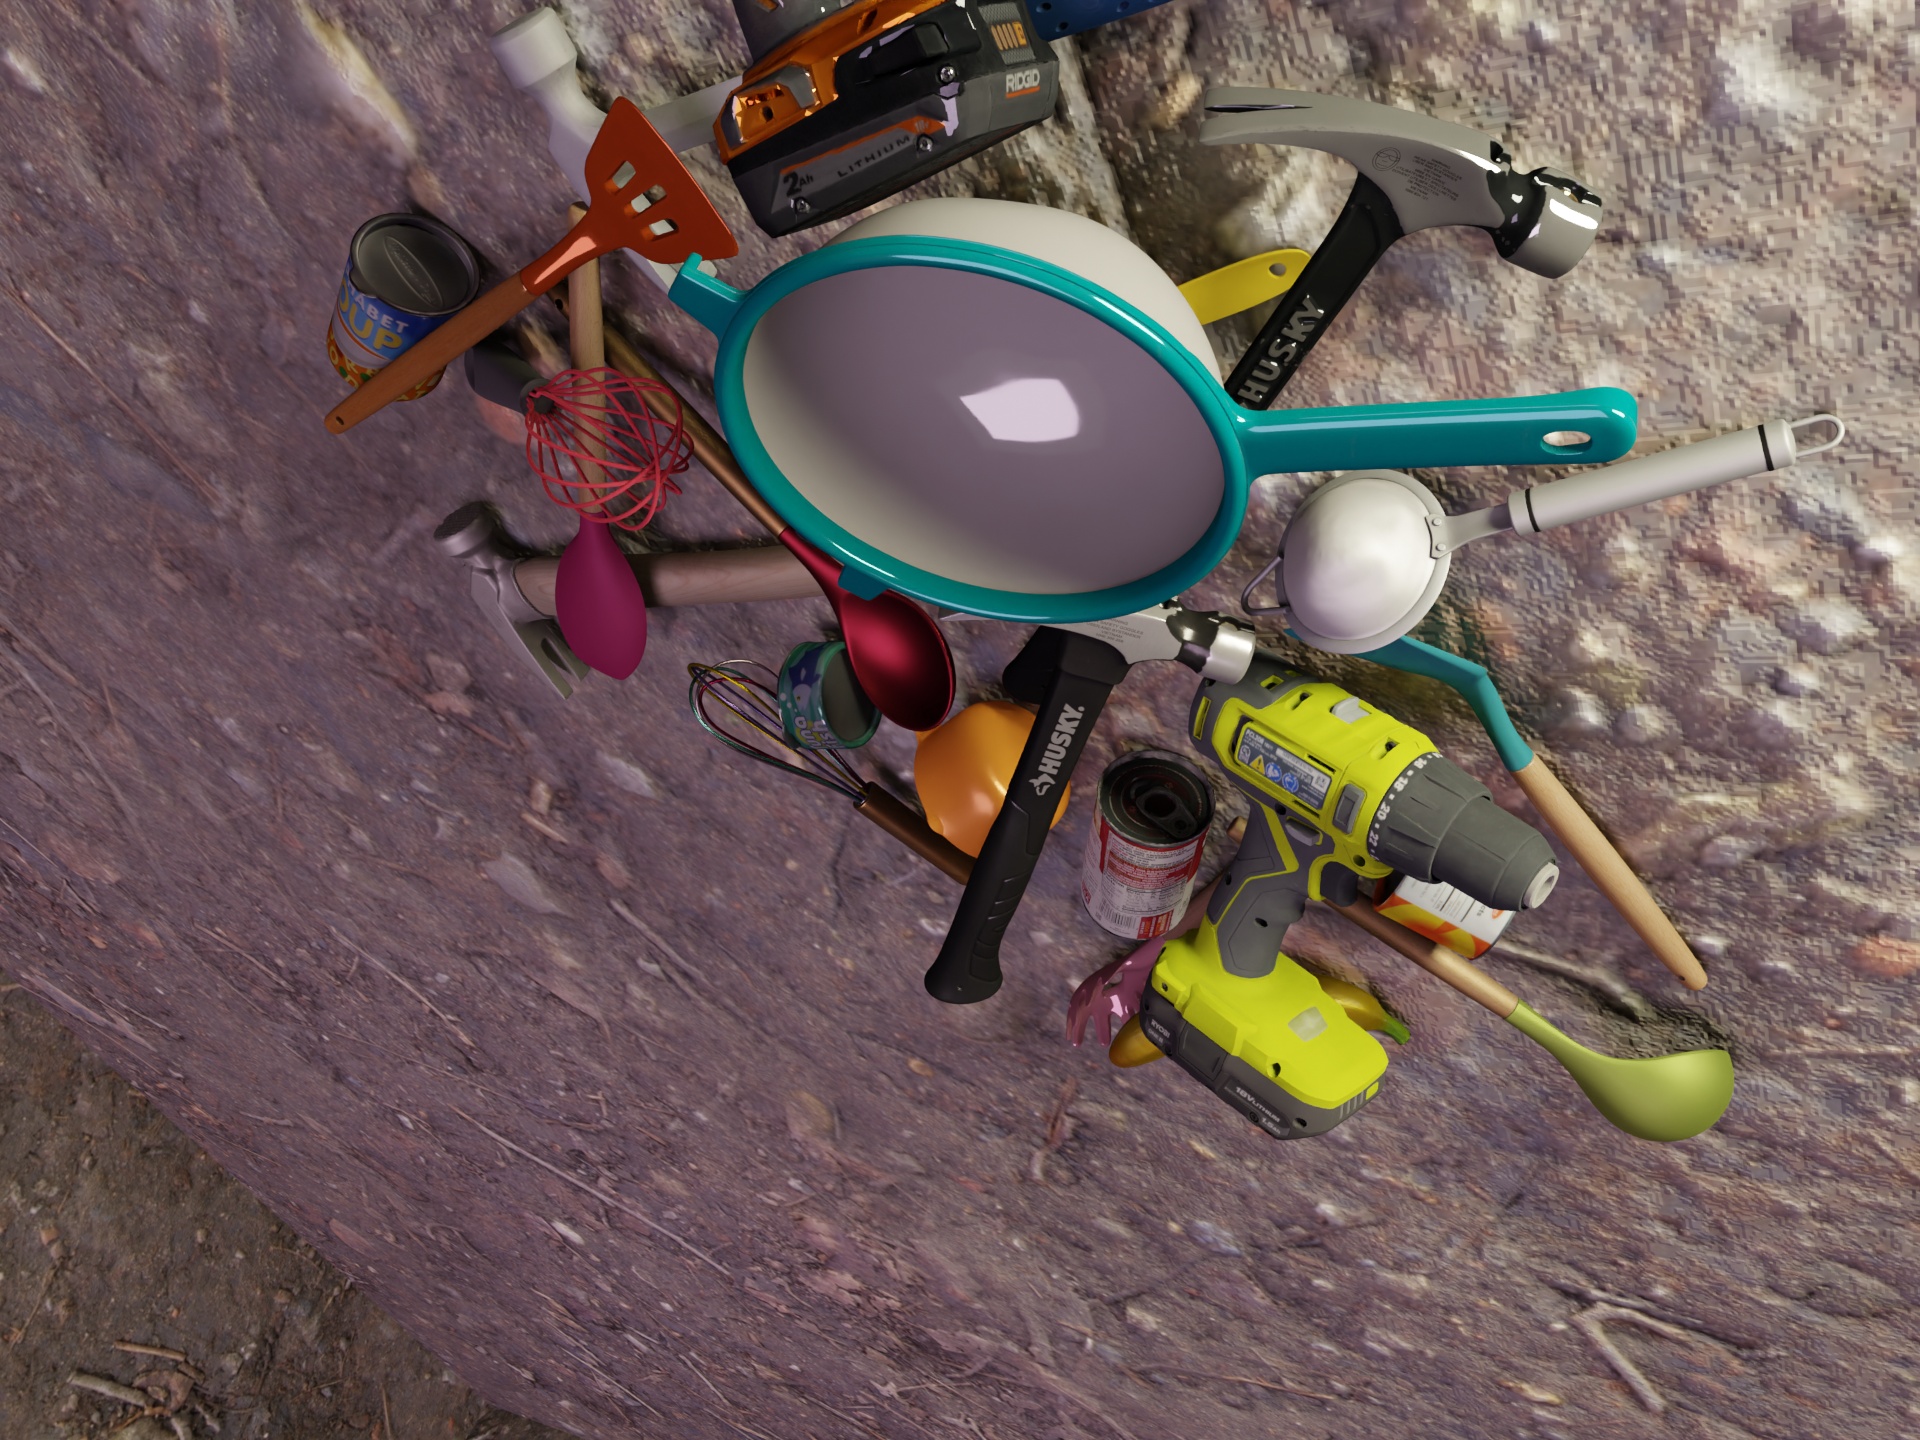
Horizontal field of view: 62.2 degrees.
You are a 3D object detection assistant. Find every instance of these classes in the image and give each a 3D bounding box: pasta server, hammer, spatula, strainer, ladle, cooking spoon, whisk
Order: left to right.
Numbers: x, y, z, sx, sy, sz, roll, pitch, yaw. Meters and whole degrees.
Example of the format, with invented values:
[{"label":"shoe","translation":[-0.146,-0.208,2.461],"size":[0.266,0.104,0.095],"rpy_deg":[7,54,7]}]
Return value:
[{"label":"spatula","translation":[-0.232,-0.204,0.790],"size":[0.322,0.041,0.081],"rpy_deg":[-20,120,36]},{"label":"whisk","translation":[-0.205,-0.156,0.798],"size":[0.296,0.073,0.073],"rpy_deg":[35,158,53]},{"label":"cooking spoon","translation":[-0.206,-0.140,0.885],"size":[0.069,0.017,0.318],"rpy_deg":[26,137,15]},{"label":"hammer","translation":[-0.136,-0.079,0.948],"size":[0.411,0.038,0.146],"rpy_deg":[-1,134,34]},{"label":"ladle","translation":[-0.112,-0.120,0.849],"size":[0.315,0.031,0.069],"rpy_deg":[47,131,-1]},{"label":"whisk","translation":[-0.077,0.037,1.018],"size":[0.244,0.051,0.047],"rpy_deg":[38,130,-24]},{"label":"hammer","translation":[-0.019,-0.272,0.652],"size":[0.405,0.035,0.144],"rpy_deg":[-3,131,35]},{"label":"hammer","translation":[0.030,0.050,0.854],"size":[0.146,0.035,0.334],"rpy_deg":[15,135,-4]},{"label":"strainer","translation":[0.075,-0.133,0.608],"size":[0.340,0.095,0.210],"rpy_deg":[2,147,23]},{"label":"hammer","translation":[0.102,-0.116,0.732],"size":[0.149,0.036,0.408],"rpy_deg":[20,146,-10]},{"label":"pasta server","translation":[0.147,0.130,0.995],"size":[0.060,0.040,0.316],"rpy_deg":[4,147,-24]},{"label":"ladle","translation":[0.291,0.138,0.897],"size":[0.320,0.062,0.078],"rpy_deg":[33,144,0]},{"label":"strainer","translation":[0.230,-0.088,0.675],"size":[0.258,0.087,0.050],"rpy_deg":[-14,160,30]},{"label":"spatula","translation":[0.288,0.045,0.801],"size":[0.317,0.044,0.082],"rpy_deg":[45,164,-21]}]

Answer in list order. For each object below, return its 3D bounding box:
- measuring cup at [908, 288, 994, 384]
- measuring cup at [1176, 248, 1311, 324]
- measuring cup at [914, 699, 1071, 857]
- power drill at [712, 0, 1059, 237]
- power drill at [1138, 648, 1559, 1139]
[{"label":"measuring cup","translation":[-0.015,-0.147,0.733],"size":[0.083,0.038,0.167],"rpy_deg":[43,141,52]},{"label":"measuring cup","translation":[0.080,-0.183,0.704],"size":[0.156,0.029,0.062],"rpy_deg":[-14,132,28]},{"label":"measuring cup","translation":[-0.001,-0.003,0.923],"size":[0.052,0.095,0.173],"rpy_deg":[-34,91,39]},{"label":"power drill","translation":[-0.050,-0.307,0.561],"size":[0.164,0.084,0.226],"rpy_deg":[-13,107,36]},{"label":"power drill","translation":[0.186,0.098,0.811],"size":[0.191,0.080,0.228],"rpy_deg":[35,129,35]}]
